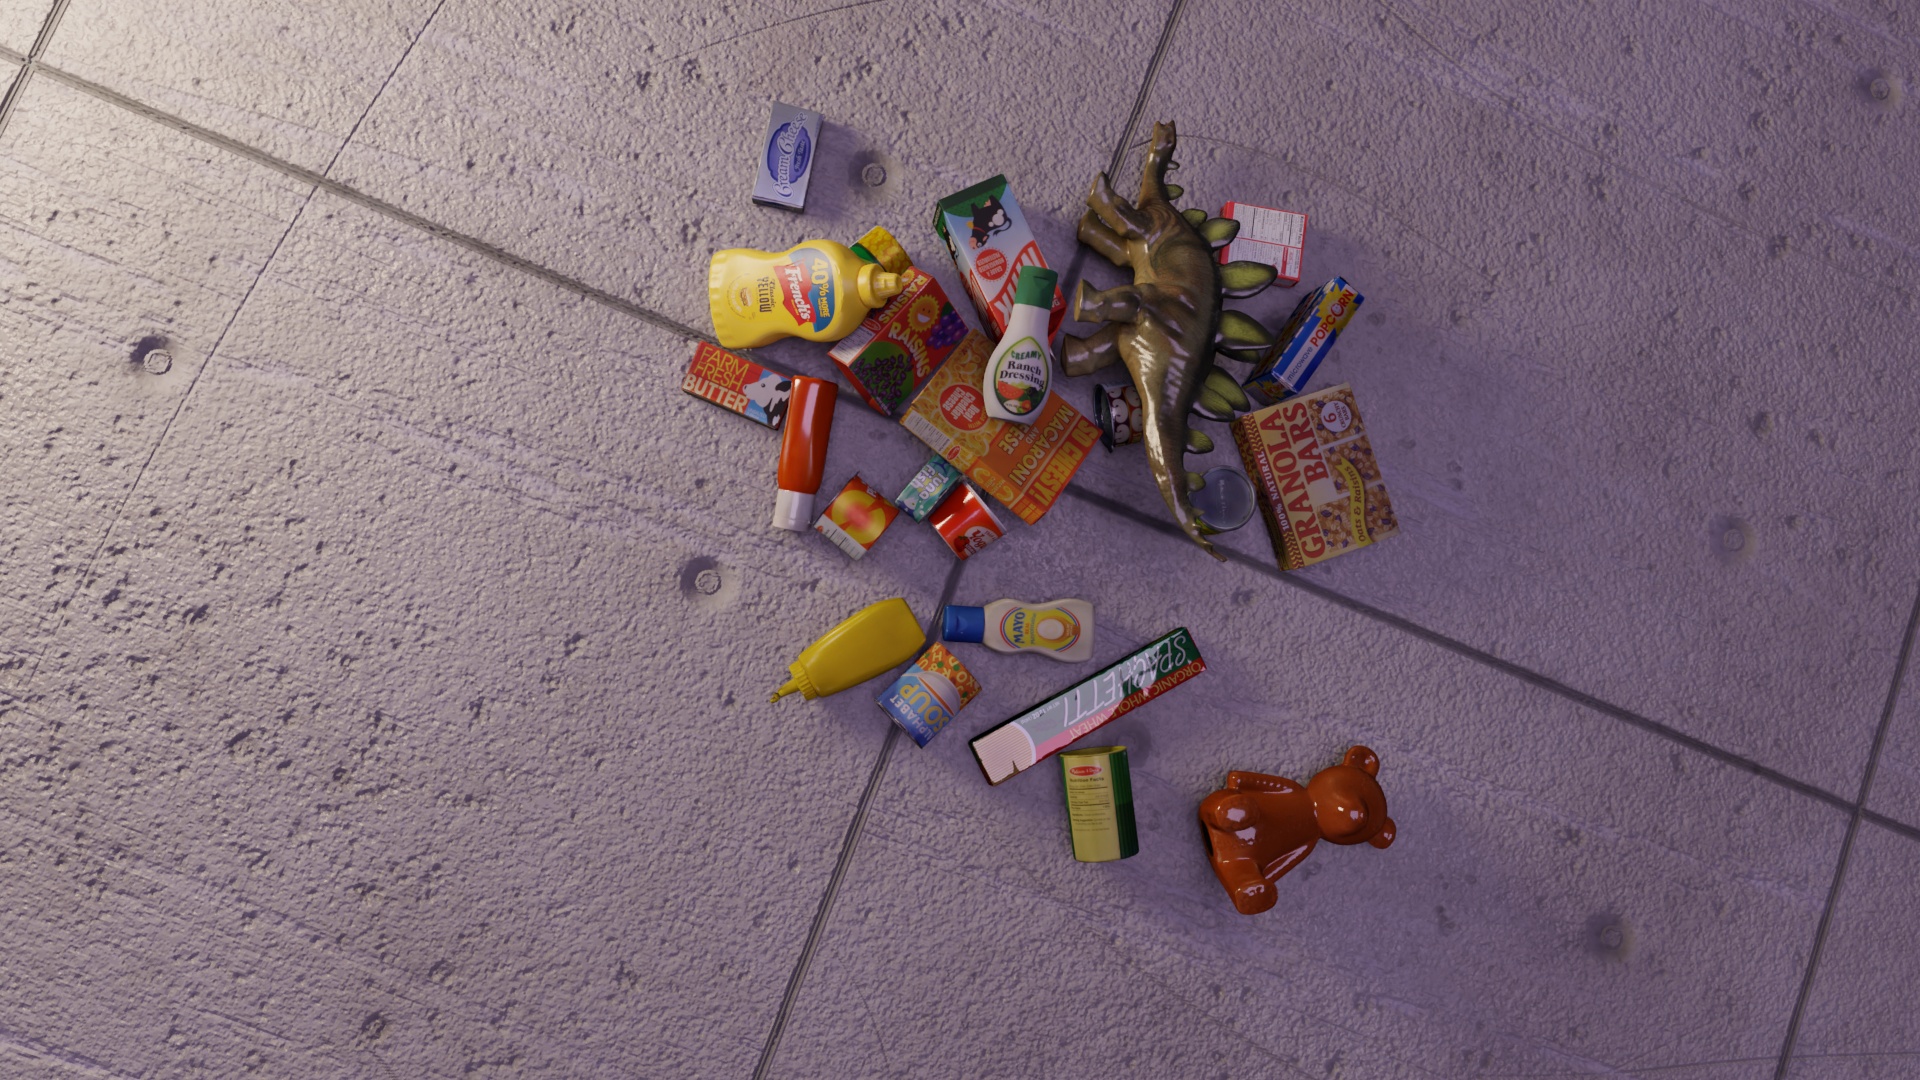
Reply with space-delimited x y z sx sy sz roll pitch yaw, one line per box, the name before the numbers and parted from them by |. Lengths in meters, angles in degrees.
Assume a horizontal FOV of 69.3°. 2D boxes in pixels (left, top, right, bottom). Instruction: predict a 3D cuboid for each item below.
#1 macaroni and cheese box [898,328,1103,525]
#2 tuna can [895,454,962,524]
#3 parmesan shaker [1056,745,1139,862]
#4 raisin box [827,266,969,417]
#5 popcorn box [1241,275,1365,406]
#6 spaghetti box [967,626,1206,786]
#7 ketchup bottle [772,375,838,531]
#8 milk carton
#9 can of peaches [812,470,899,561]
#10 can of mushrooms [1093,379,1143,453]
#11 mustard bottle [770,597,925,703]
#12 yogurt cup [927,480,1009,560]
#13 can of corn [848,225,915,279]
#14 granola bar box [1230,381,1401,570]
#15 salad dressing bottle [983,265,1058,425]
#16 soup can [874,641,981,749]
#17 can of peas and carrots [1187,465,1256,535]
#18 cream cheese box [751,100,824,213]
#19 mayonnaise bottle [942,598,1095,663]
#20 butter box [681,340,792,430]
macaroni and cheese box | 0.042 -0.112 1.369 0.166 0.040 0.124 39 59 -3
tuna can | -0.032 -0.051 1.358 0.033 0.071 0.071 41 82 -1
parmesan shaker | 0.134 0.257 1.358 0.071 0.071 0.103 -6 87 -8
raisin box | -0.059 -0.195 1.361 0.123 0.040 0.086 -48 137 -8
popcorn box | 0.347 -0.201 1.413 0.038 0.085 0.127 37 81 -4
spaghetti box | 0.128 0.163 1.382 0.250 0.028 0.050 -27 90 -9
ketchup bottle | -0.153 -0.084 1.353 0.043 0.065 0.148 10 92 8
milk carton | 0.047 -0.258 1.386 0.073 0.072 0.190 -25 89 -8
can of peaches | -0.099 -0.024 1.350 0.058 0.071 0.071 40 82 -3
can of mushrooms | 0.158 -0.125 1.392 0.033 0.071 0.071 -11 87 -9
mustard bottle | -0.114 0.114 1.345 0.160 0.049 0.065 -28 89 -8
yogurt cup | 0.005 -0.017 1.365 0.054 0.072 0.072 -39 91 0
can of corn | -0.084 -0.266 1.372 0.058 0.071 0.071 -40 91 -9
granola bar box | 0.364 -0.065 1.427 0.124 0.039 0.165 -18 88 -9
salad dressing bottle | 0.061 -0.186 1.323 0.064 0.044 0.147 10 92 -10
soup can | -0.030 0.149 1.341 0.084 0.071 0.071 -44 92 -9
can of peas and carrots | 0.256 -0.039 1.401 0.071 0.058 0.071 1 85 -7
cream cheese box | -0.173 -0.384 1.392 0.053 0.024 0.104 12 84 -6
mayonnaise bottle | 0.057 0.086 1.373 0.148 0.041 0.065 4 87 -8
butter box | -0.218 -0.152 1.367 0.103 0.024 0.053 23 83 -5
